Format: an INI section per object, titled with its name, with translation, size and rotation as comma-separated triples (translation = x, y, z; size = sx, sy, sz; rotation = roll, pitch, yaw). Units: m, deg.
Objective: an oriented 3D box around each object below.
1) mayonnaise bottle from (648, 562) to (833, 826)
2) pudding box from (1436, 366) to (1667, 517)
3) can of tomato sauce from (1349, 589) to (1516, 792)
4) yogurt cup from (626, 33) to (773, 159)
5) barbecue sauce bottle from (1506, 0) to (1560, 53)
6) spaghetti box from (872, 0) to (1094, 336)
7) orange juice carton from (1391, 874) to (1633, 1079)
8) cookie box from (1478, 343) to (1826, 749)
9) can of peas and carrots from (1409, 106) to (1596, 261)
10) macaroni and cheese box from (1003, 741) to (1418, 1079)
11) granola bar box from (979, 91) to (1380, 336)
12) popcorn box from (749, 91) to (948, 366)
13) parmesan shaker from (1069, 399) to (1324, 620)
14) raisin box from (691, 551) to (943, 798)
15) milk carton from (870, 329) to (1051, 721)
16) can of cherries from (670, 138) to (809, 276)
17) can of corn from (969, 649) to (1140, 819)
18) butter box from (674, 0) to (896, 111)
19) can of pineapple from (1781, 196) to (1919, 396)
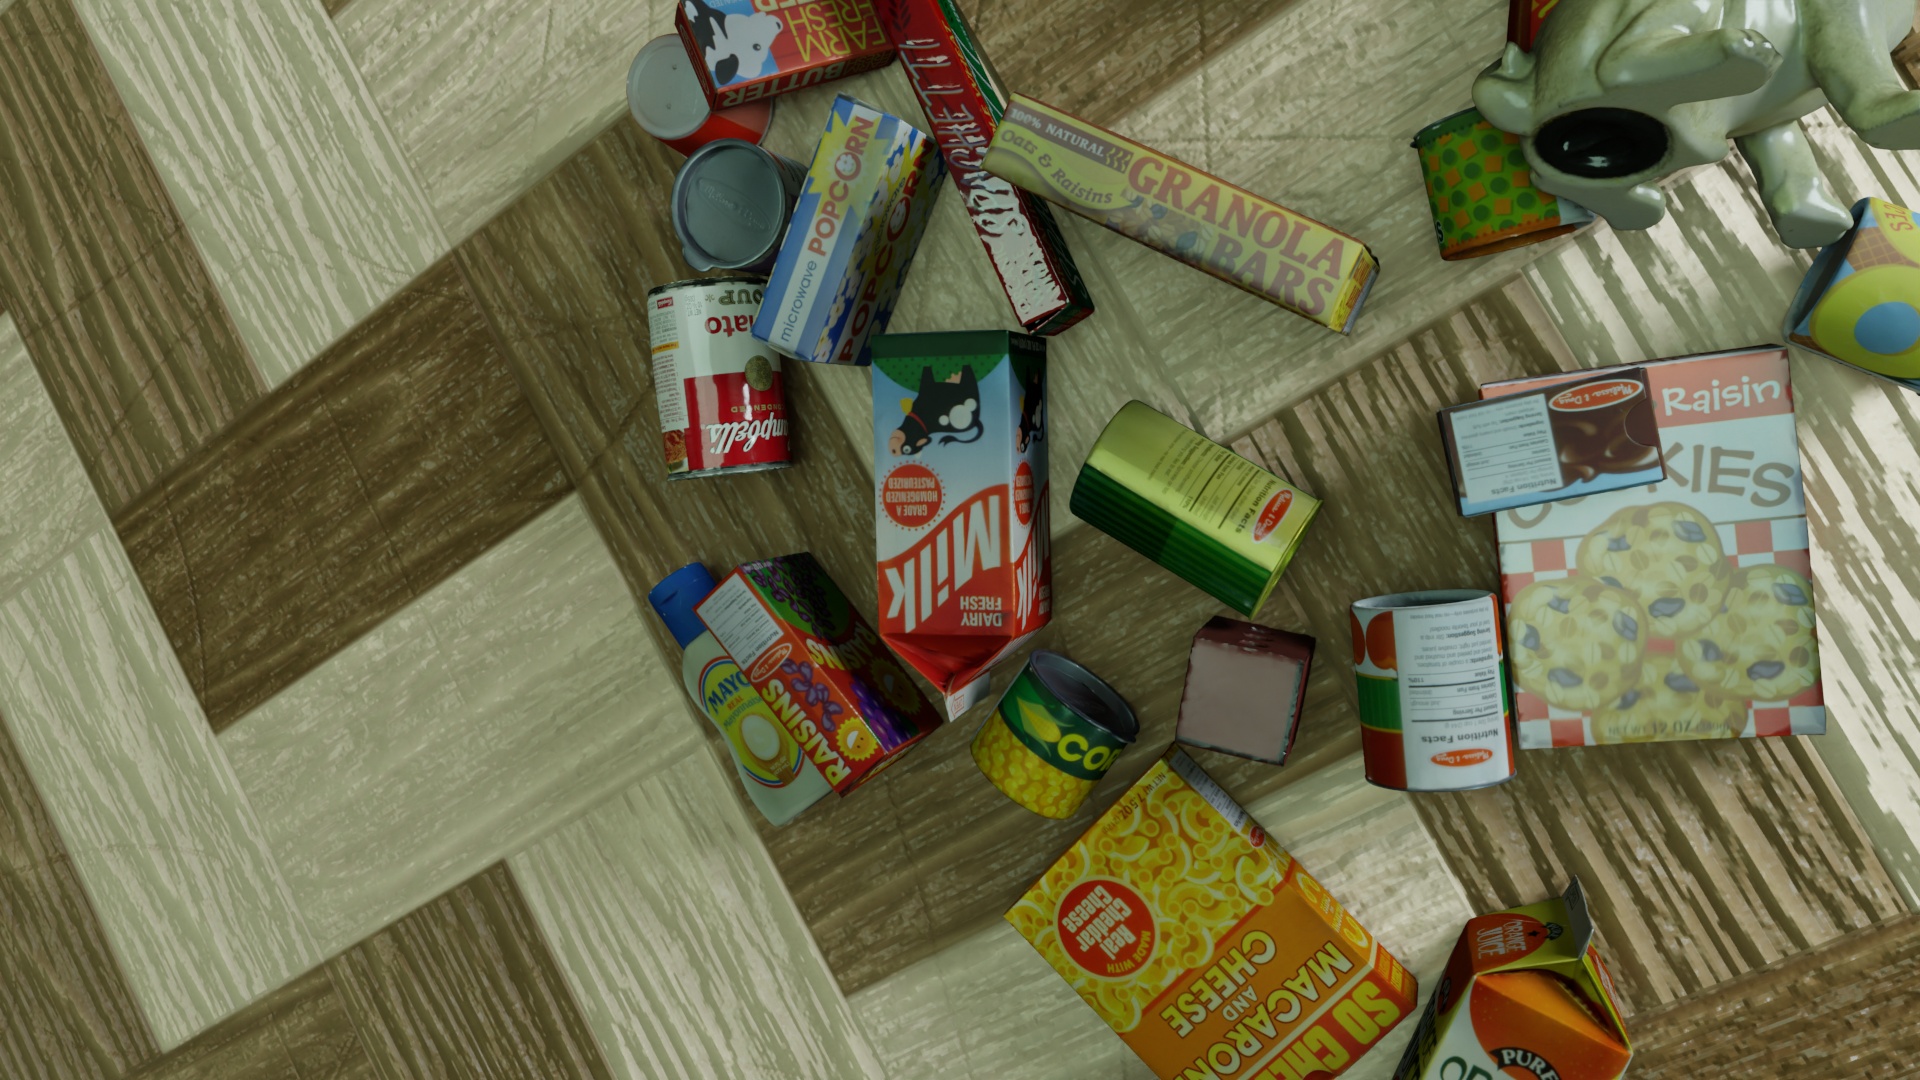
[mayonnaise bottle]
translation = -0.118, 0.082, 0.770
size = 0.064, 0.041, 0.148
rotation = -39, 82, 19
[pudding box]
translation = 0.252, -0.041, 0.595
size = 0.083, 0.030, 0.049
rotation = -12, 90, 20
[can of tomato sauce]
translation = 0.216, 0.068, 0.642
size = 0.071, 0.071, 0.083
rotation = -6, 92, 19
[yogurt cup]
translation = -0.142, -0.238, 0.746
size = 0.072, 0.054, 0.072
rotation = 2, 96, 18
[barbecue sauce bottle]
translation = 0.278, -0.276, 0.604
size = 0.065, 0.044, 0.148
rotation = 5, 96, 13
[spaghetti box]
translation = 0.000, -0.220, 0.701
size = 0.028, 0.050, 0.250
rotation = -26, 86, 20
[orange juice carton]
translation = 0.247, 0.249, 0.641
size = 0.073, 0.072, 0.192
rotation = 24, 102, 16
[cookie box]
translation = 0.304, 0.004, 0.619
size = 0.123, 0.040, 0.167
rotation = -6, 93, 20
[can of peas and carrots]
translation = 0.239, -0.160, 0.616
size = 0.071, 0.071, 0.058
rotation = -13, 91, 20
[macaroni and cheese box]
translation = 0.123, 0.205, 0.697
size = 0.166, 0.040, 0.123
rotation = 44, 107, 11
[granola bar box]
translation = 0.105, -0.146, 0.631
size = 0.166, 0.124, 0.039
rotation = 28, 104, 15
[popcorn box]
translation = -0.054, -0.153, 0.706
size = 0.038, 0.085, 0.126
rotation = 25, 102, 14
[parmesan shaker]
translation = 0.114, -0.018, 0.671
size = 0.103, 0.071, 0.071
rotation = 31, 104, 15
[raisin box]
translation = -0.073, 0.067, 0.729
size = 0.040, 0.086, 0.123
rotation = -43, 81, 16
[milk carton]
translation = 0.003, -0.009, 0.705
size = 0.073, 0.072, 0.190
rotation = 0, 95, 19
[can of cherries]
translation = -0.112, -0.173, 0.739
size = 0.071, 0.058, 0.071
rotation = 2, 96, 18
[can of corn]
translation = 0.048, 0.099, 0.699
size = 0.071, 0.071, 0.058
rotation = 38, 106, 13
[butter box]
translation = -0.088, -0.260, 0.712
size = 0.104, 0.024, 0.053
rotation = -21, 86, -19
[can of pineapple]
translation = 0.383, -0.102, 0.569
size = 0.058, 0.071, 0.071
rotation = 27, 103, 16
